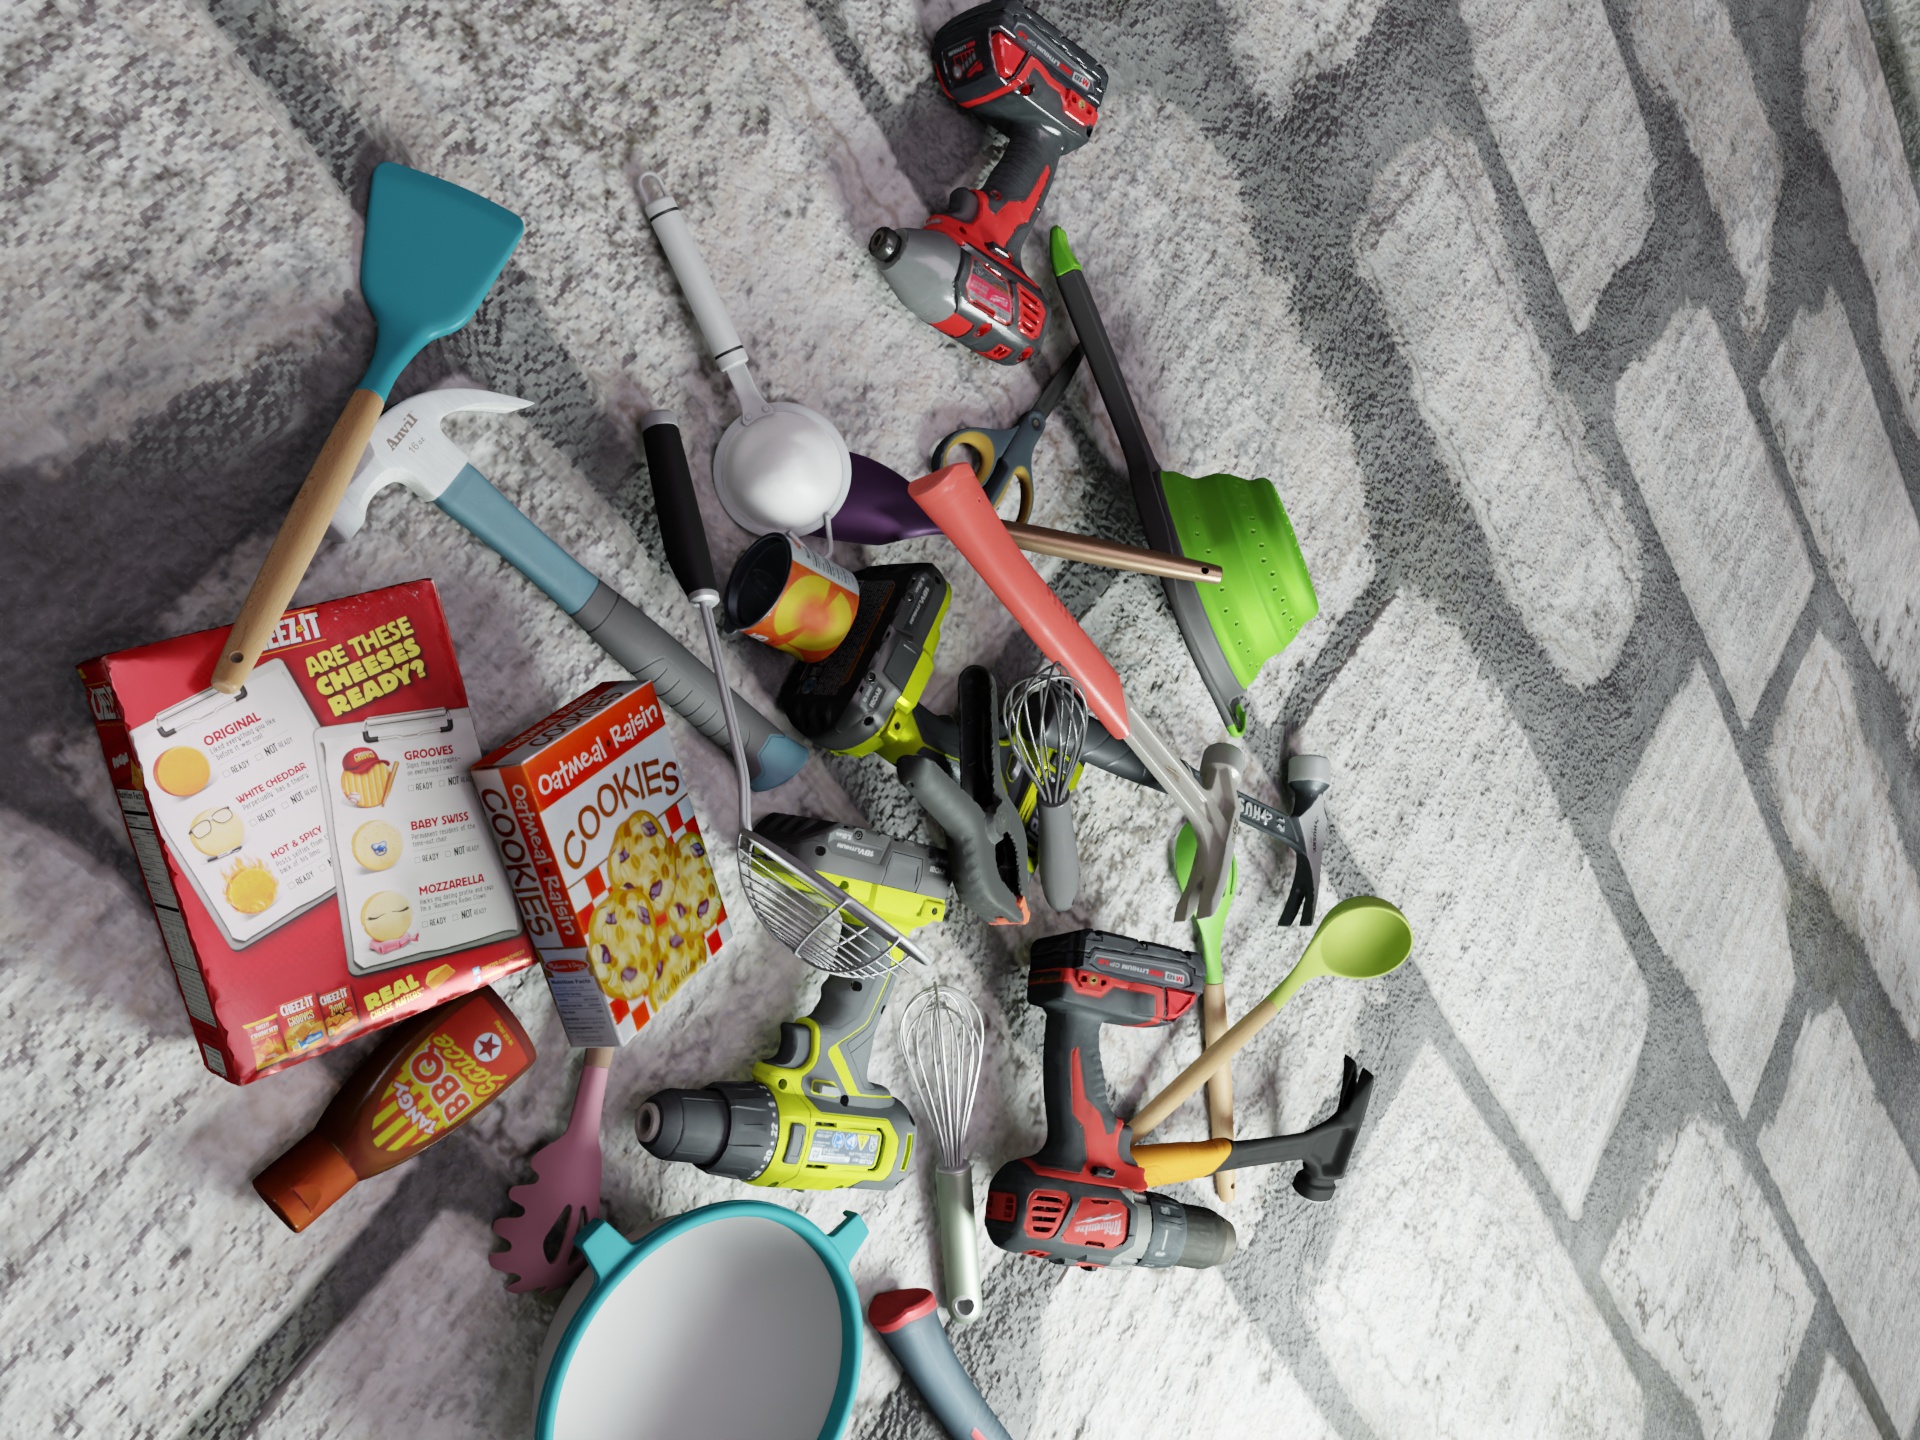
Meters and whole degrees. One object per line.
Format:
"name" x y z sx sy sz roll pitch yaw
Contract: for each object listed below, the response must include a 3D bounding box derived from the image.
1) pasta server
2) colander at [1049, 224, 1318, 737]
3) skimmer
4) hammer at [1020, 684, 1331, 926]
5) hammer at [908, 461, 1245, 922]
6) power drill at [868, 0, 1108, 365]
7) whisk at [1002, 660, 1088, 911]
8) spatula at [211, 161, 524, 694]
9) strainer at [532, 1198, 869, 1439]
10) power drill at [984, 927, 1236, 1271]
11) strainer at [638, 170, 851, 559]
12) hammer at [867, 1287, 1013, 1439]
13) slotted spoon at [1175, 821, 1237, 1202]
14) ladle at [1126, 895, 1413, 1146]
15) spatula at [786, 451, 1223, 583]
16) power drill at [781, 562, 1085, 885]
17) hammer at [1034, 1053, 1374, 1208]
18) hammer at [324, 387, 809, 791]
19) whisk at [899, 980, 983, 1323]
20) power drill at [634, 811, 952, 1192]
"pasta server" -0.212 0.175 0.932 0.060 0.040 0.316 20 73 -39
"colander" 0.174 -0.189 1.170 0.204 0.094 0.397 -37 105 -75
"skimmer" -0.106 -0.022 0.919 0.090 0.127 0.363 -16 76 -1
"hammer" 0.175 0.054 1.204 0.408 0.036 0.149 23 67 -47
"hammer" 0.082 -0.025 1.050 0.358 0.037 0.149 48 44 -30
"power drill" 0.016 -0.372 1.101 0.143 0.078 0.220 21 79 -38
"whisk" 0.061 0.052 1.039 0.055 0.055 0.238 -47 147 -31
"spatula" -0.308 -0.151 0.802 0.082 0.044 0.318 20 57 -15
"strainer" -0.177 0.435 0.915 0.210 0.095 0.340 13 85 -41
"power drill" 0.119 0.276 1.132 0.187 0.080 0.227 16 71 -21
"strainer" -0.139 -0.215 0.980 0.087 0.050 0.258 -25 100 -1
"hammer" 0.029 0.553 1.124 0.143 0.038 0.386 -44 116 -30
"slotted spoon" 0.208 0.237 1.288 0.070 0.031 0.314 -8 96 -41
"ladle" 0.236 0.247 1.259 0.320 0.062 0.078 -37 122 -21
"spatula" 0.025 -0.127 1.052 0.315 0.018 0.060 10 84 -11
"power drill" -0.002 -0.003 1.082 0.223 0.080 0.171 40 65 -37
"hammer" 0.180 0.333 1.224 0.336 0.034 0.127 2 112 -33
"hammer" -0.211 -0.062 0.929 0.330 0.033 0.128 44 64 -31
"whisk" -0.006 0.299 1.095 0.058 0.059 0.246 -5 98 -4
"power drill" -0.098 0.178 0.996 0.190 0.080 0.228 19 80 -40
